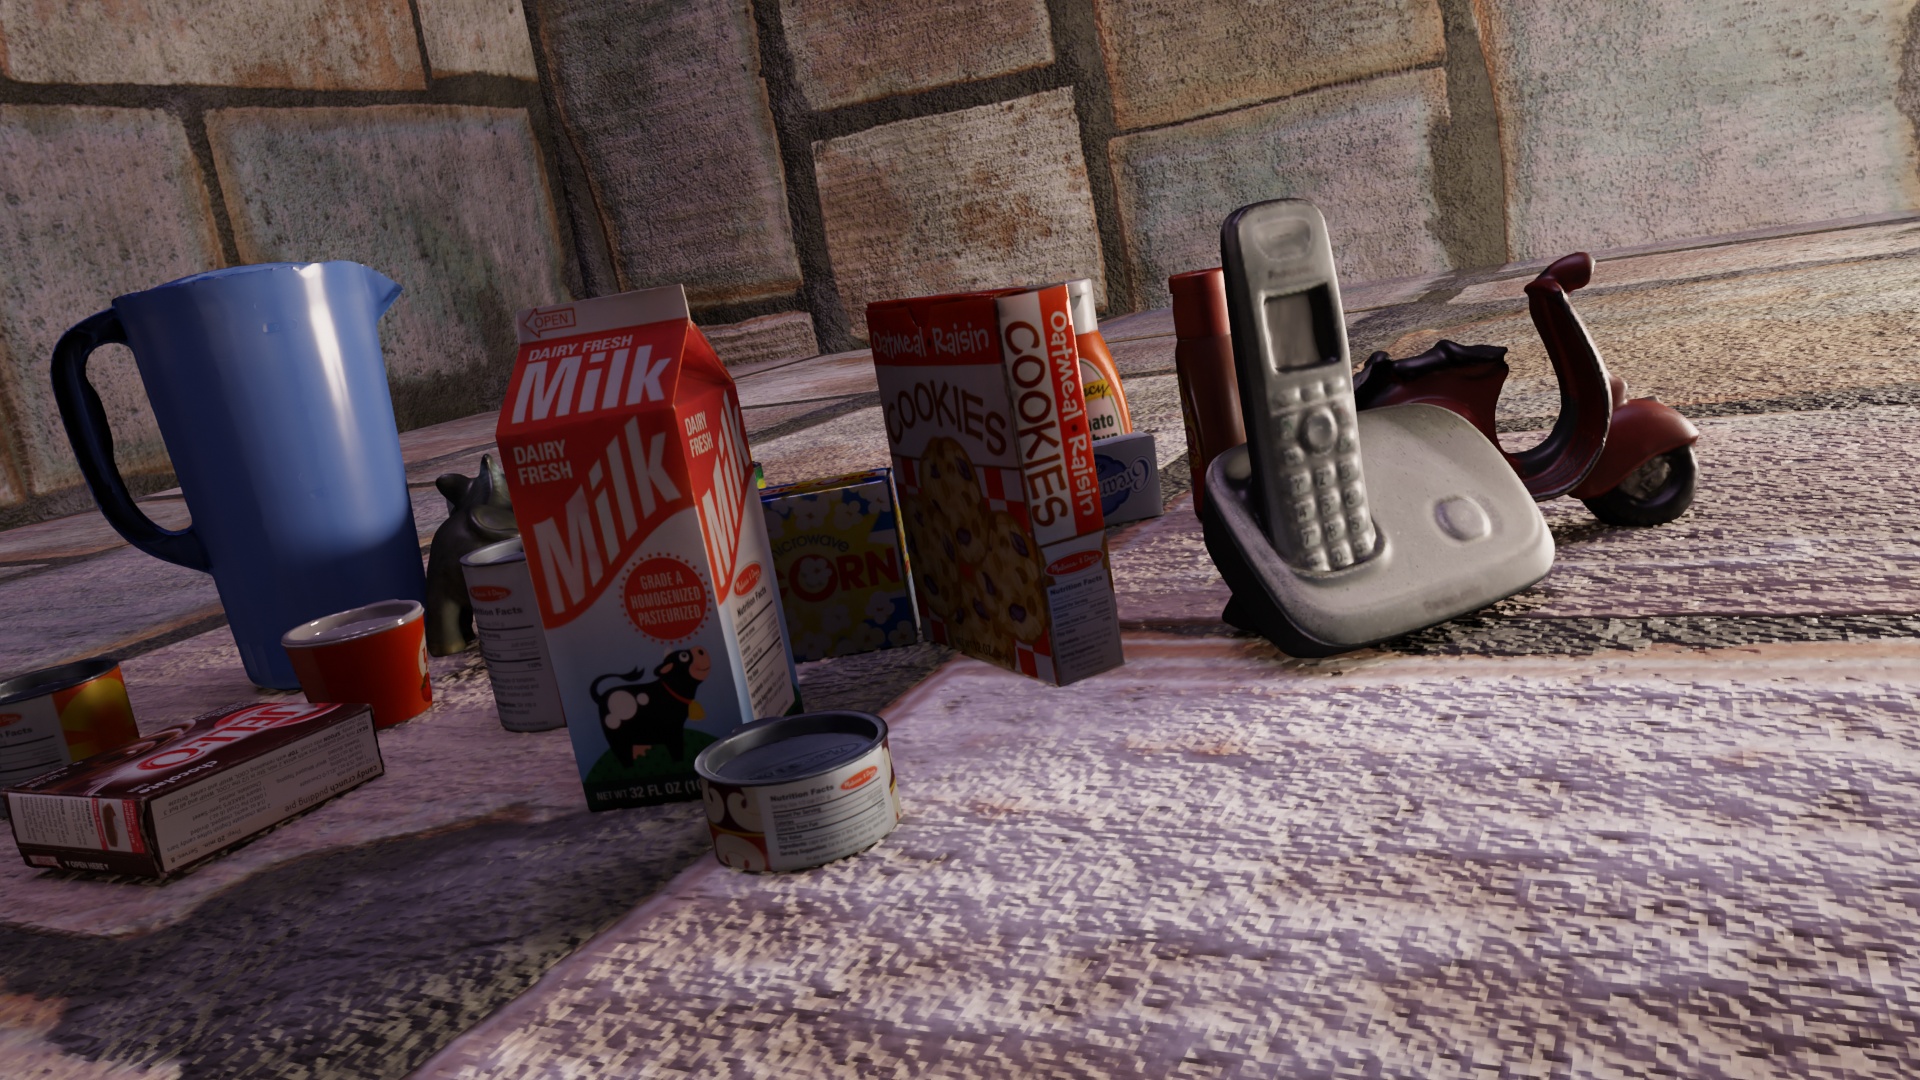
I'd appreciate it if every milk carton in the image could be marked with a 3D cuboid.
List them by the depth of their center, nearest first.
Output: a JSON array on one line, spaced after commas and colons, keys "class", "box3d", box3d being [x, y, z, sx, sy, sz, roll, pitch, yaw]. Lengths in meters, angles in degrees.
[{"class": "milk carton", "box3d": [-0.120, 0.000, 0.540, 0.072, 0.190, 0.073, -8, 12, 11]}]

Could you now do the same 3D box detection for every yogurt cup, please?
[{"class": "yogurt cup", "box3d": [-0.304, 0.066, 0.709, 0.072, 0.053, 0.072, -9, 12, 2]}]

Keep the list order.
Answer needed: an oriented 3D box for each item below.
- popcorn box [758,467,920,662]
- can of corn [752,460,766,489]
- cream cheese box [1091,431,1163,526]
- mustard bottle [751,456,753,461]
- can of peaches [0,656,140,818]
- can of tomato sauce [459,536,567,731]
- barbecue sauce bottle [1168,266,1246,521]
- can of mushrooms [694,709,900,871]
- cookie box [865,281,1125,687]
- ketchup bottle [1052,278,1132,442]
[{"class": "popcorn box", "box3d": [-0.089, 0.017, 0.692, 0.127, 0.085, 0.038, -9, 11, 1]}, {"class": "can of corn", "box3d": [-0.169, -0.022, 1.001, 0.071, 0.058, 0.071, -9, 12, 2]}, {"class": "cream cheese box", "box3d": [0.073, -0.033, 0.869, 0.104, 0.053, 0.024, -12, 12, -12]}, {"class": "mustard bottle", "box3d": [-0.198, -0.085, 1.073, 0.049, 0.160, 0.065, -1, 14, 36]}, {"class": "can of peaches", "box3d": [-0.434, 0.094, 0.671, 0.071, 0.058, 0.071, -9, 12, 2]}, {"class": "can of tomato sauce", "box3d": [-0.195, 0.041, 0.668, 0.071, 0.083, 0.071, -9, 12, 2]}, {"class": "barbecue sauce bottle", "box3d": [0.153, -0.087, 0.832, 0.044, 0.148, 0.065, -9, 12, 6]}, {"class": "can of mushrooms", "box3d": [-0.056, 0.084, 0.477, 0.071, 0.033, 0.071, -9, 12, 2]}, {"class": "cookie box", "box3d": [0.012, -0.029, 0.626, 0.040, 0.167, 0.123, -16, 13, -27]}, {"class": "ketchup bottle", "box3d": [0.086, -0.113, 1.002, 0.065, 0.148, 0.043, -10, 11, 1]}]
